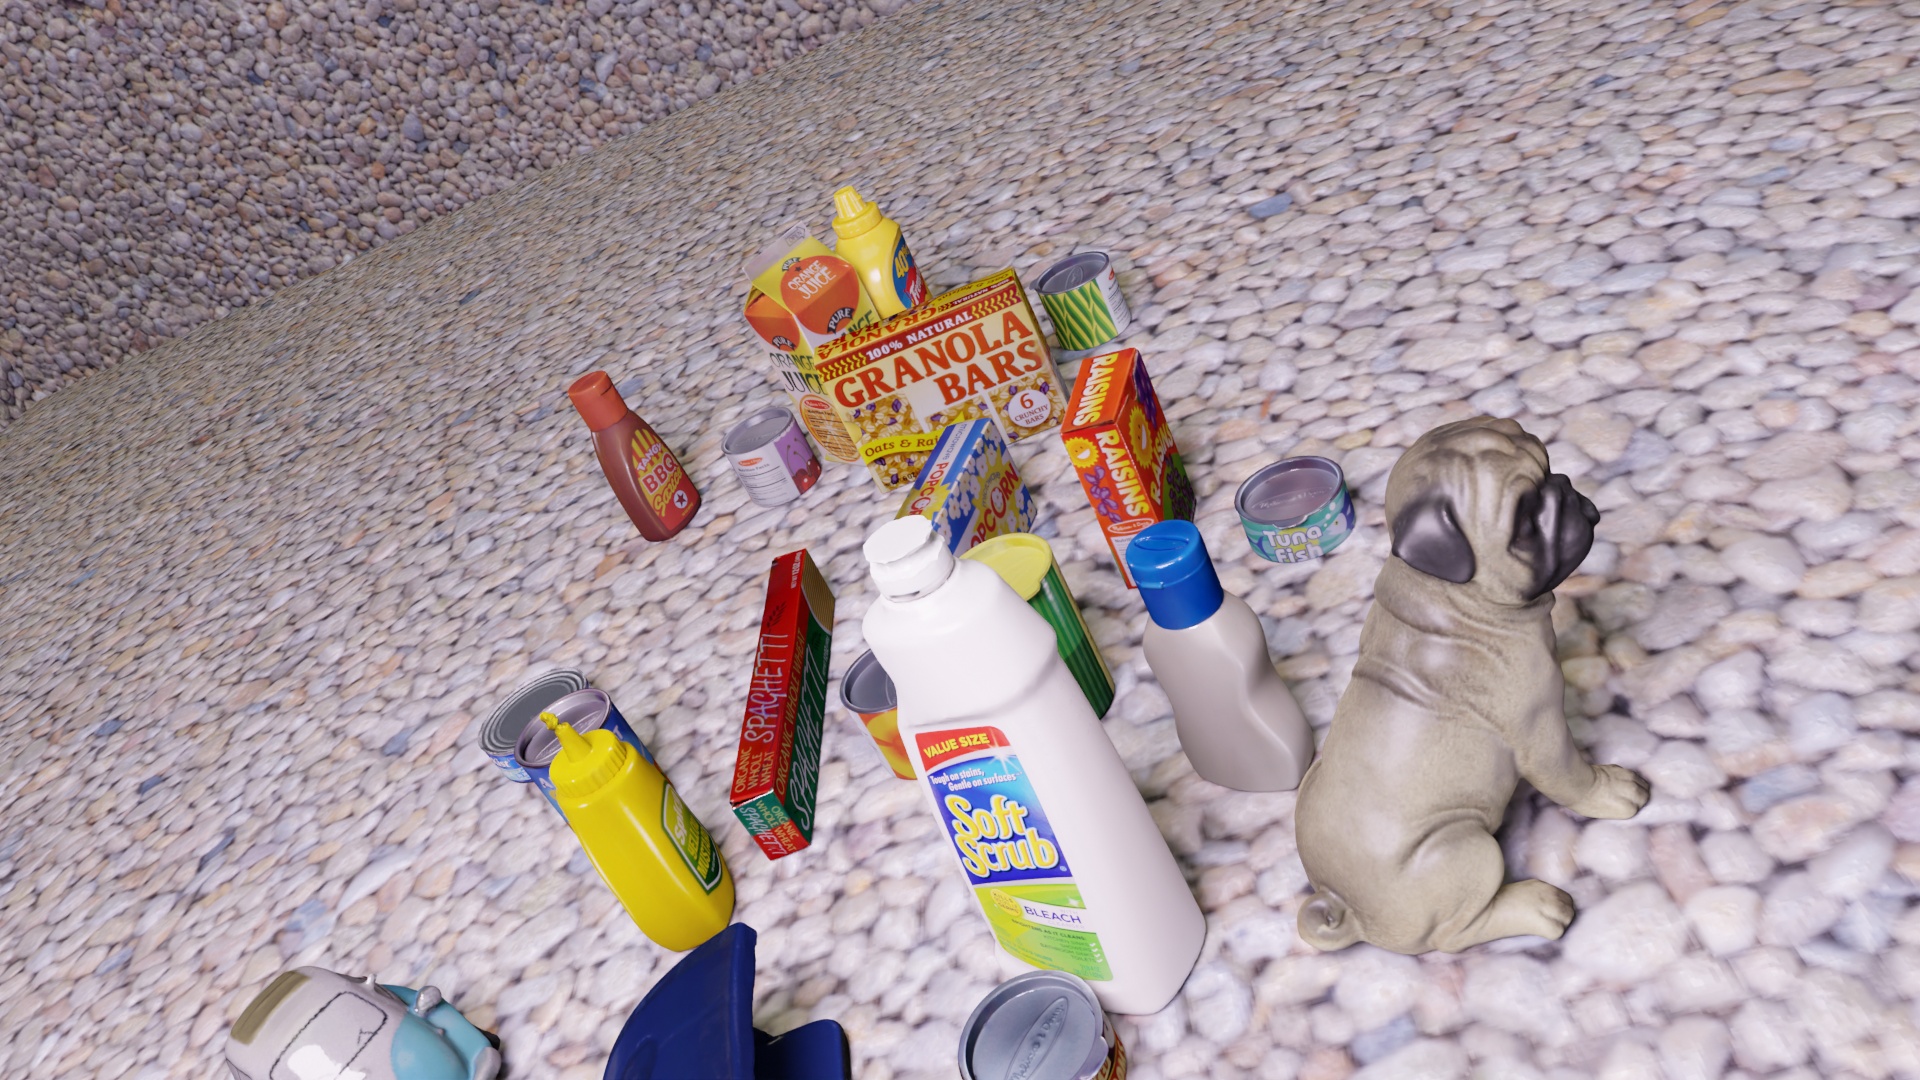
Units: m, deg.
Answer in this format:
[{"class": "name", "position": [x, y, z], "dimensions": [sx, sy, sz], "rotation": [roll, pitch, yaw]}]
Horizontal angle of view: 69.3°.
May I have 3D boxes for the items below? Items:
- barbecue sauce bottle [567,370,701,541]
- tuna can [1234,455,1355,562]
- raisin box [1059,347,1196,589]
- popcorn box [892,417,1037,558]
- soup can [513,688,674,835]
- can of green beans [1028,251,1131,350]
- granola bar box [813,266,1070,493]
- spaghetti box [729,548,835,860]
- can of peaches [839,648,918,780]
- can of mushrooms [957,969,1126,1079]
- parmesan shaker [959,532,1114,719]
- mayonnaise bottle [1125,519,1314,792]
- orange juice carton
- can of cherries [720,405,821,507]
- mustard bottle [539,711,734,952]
[{"class": "barbecue sauce bottle", "position": [-0.277, -0.073, 1.172], "dimensions": [0.043, 0.148, 0.065], "rotation": [-5, 37, 33]}, {"class": "tuna can", "position": [0.200, -0.017, 0.831], "dimensions": [0.071, 0.032, 0.071], "rotation": [-20, 31, 12]}, {"class": "raisin box", "position": [0.106, -0.044, 0.856], "dimensions": [0.040, 0.123, 0.086], "rotation": [-11, 34, 26]}, {"class": "popcorn box", "position": [0.003, -0.012, 0.923], "dimensions": [0.038, 0.085, 0.127], "rotation": [-8, 35, 29]}, {"class": "soup can", "position": [-0.224, 0.145, 0.861], "dimensions": [0.071, 0.083, 0.072], "rotation": [-20, 31, 13]}, {"class": "can of green beans", "position": [0.103, -0.200, 1.161], "dimensions": [0.071, 0.057, 0.071], "rotation": [-20, 31, 12]}, {"class": "granola bar box", "position": [-0.012, -0.120, 1.062], "dimensions": [0.165, 0.123, 0.039], "rotation": [-21, 31, 10]}, {"class": "spaghetti box", "position": [-0.109, 0.095, 0.883], "dimensions": [0.028, 0.050, 0.251], "rotation": [-20, 31, 12]}, {"class": "can of peaches", "position": [-0.026, 0.096, 0.809], "dimensions": [0.071, 0.058, 0.071], "rotation": [-20, 31, 12]}, {"class": "can of mushrooms", "position": [0.037, 0.221, 0.592], "dimensions": [0.071, 0.033, 0.071], "rotation": [-20, 31, 12]}, {"class": "parmesan shaker", "position": [0.040, 0.057, 0.773], "dimensions": [0.071, 0.102, 0.072], "rotation": [-20, 31, 13]}, {"class": "mayonnaise bottle", "position": [0.121, 0.057, 0.665], "dimensions": [0.064, 0.147, 0.041], "rotation": [1, 40, 39]}, {"class": "orange juice carton", "position": [-0.108, -0.157, 1.126], "dimensions": [0.073, 0.192, 0.072], "rotation": [11, 47, 47]}, {"class": "can of cherries", "position": [-0.157, -0.071, 1.165], "dimensions": [0.071, 0.058, 0.072], "rotation": [-20, 31, 12]}, {"class": "mustard bottle", "position": [-0.176, 0.149, 0.742], "dimensions": [0.049, 0.159, 0.065], "rotation": [-24, 30, 5]}]
